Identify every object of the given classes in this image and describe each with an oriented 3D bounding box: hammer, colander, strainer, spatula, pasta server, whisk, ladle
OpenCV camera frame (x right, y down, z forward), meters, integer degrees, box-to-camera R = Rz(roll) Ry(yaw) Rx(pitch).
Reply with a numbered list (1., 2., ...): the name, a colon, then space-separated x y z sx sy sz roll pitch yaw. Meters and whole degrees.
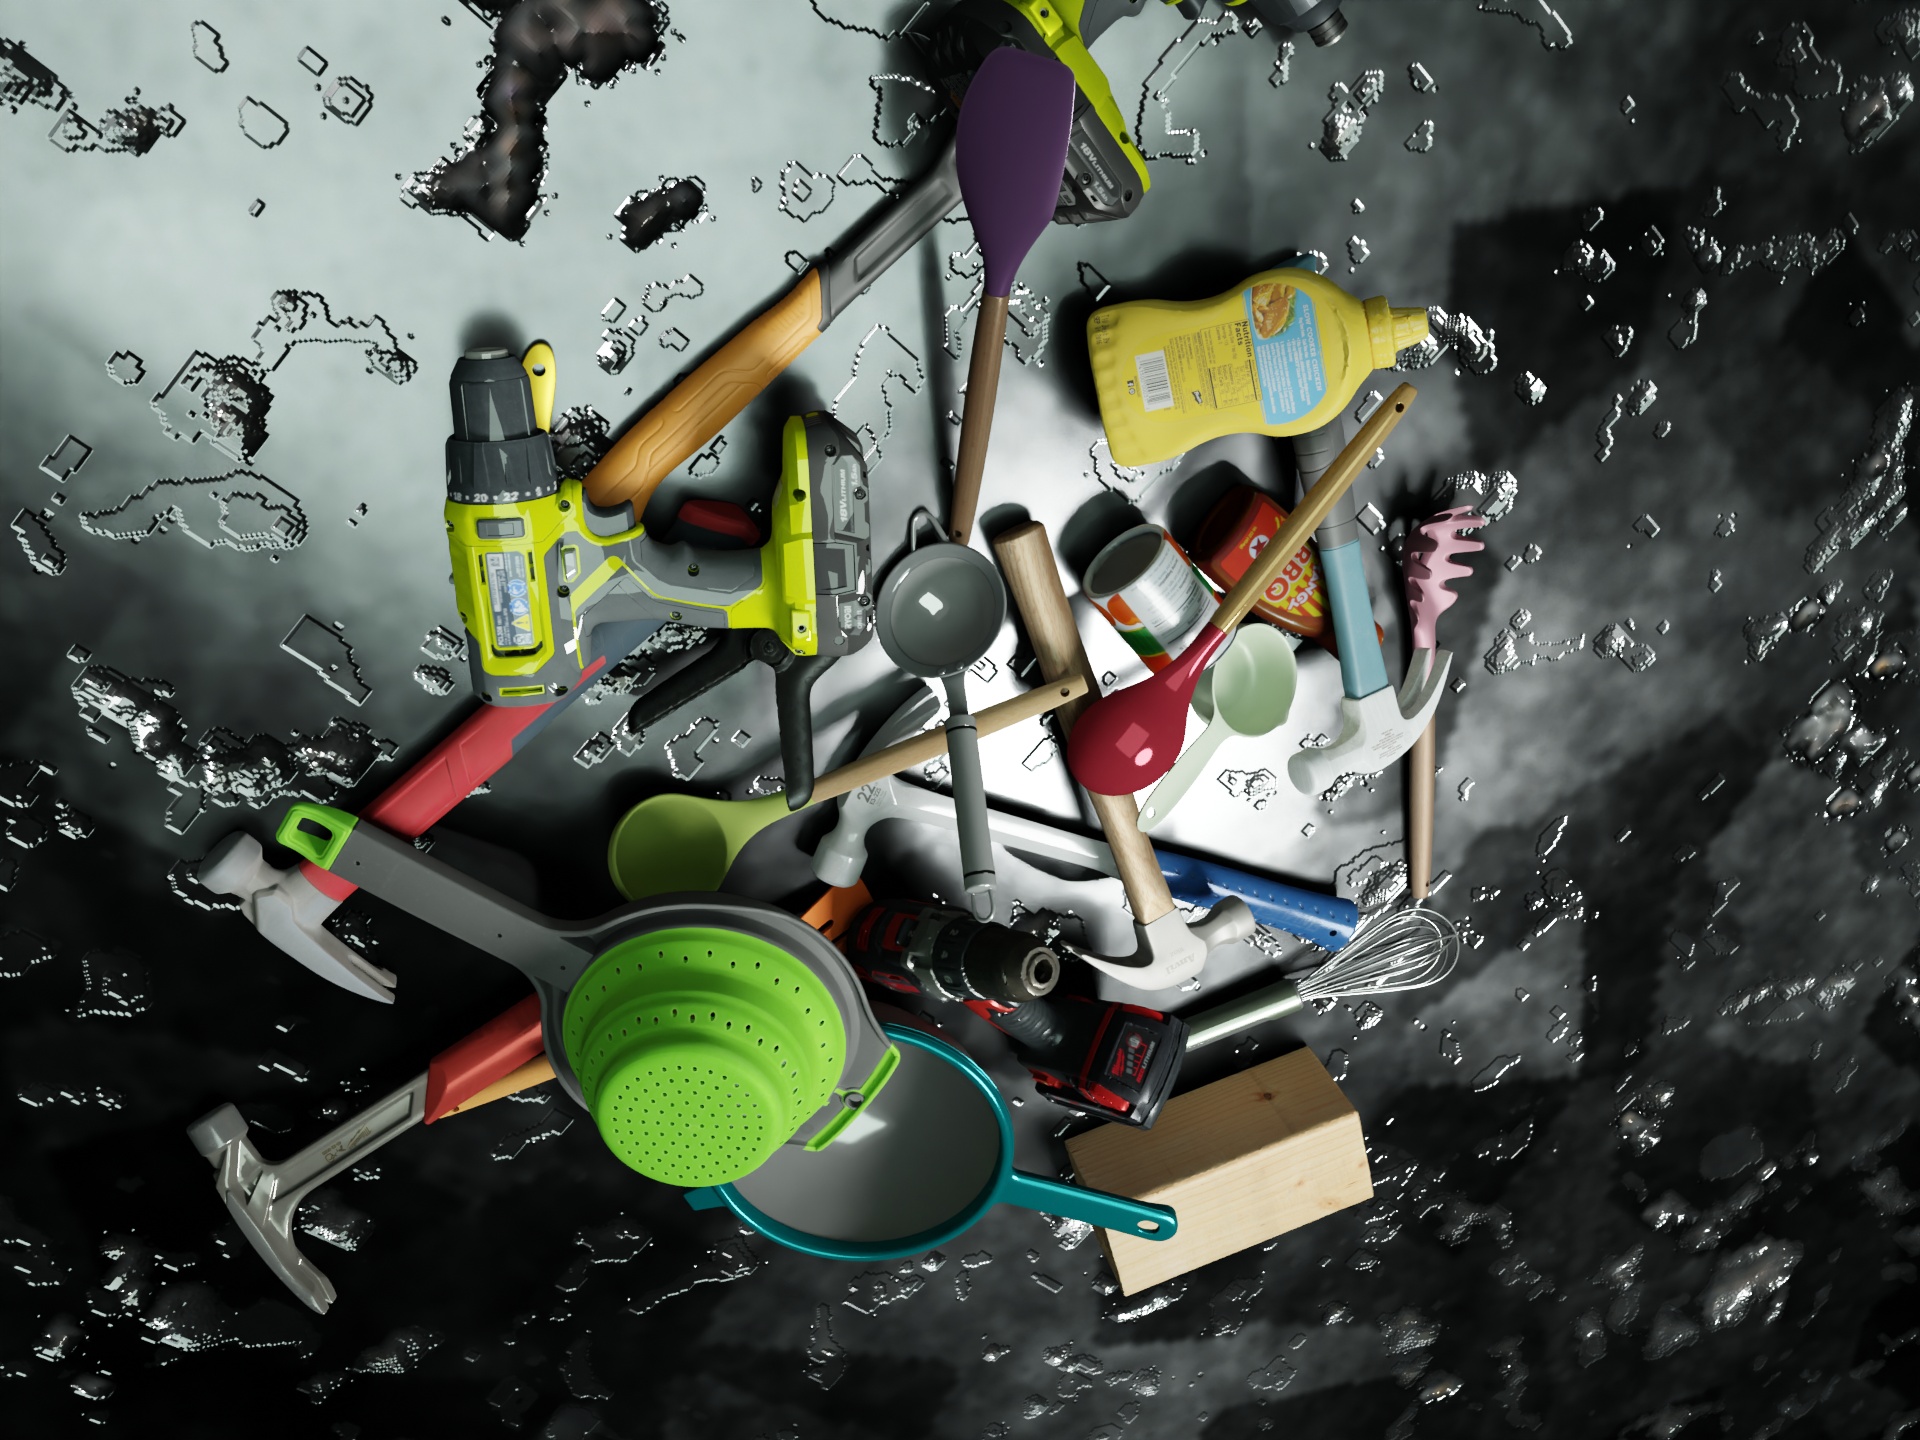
1. hammer: 0.237 -0.125 1.010 0.128 0.033 0.331 -21 107 -23
2. colander: -0.225 0.171 0.938 0.397 0.095 0.204 31 115 -16
3. strainer: -0.010 0.284 1.108 0.340 0.095 0.211 18 117 -11
4. spatula: -0.203 0.199 1.077 0.322 0.041 0.081 -21 118 -1
5. pasta server: 0.334 -0.004 1.126 0.060 0.040 0.316 -27 123 -32
6. strainer: -0.002 -0.003 0.961 0.087 0.259 0.050 -14 158 18
7. whisk: 0.260 0.203 1.197 0.246 0.058 0.059 -21 83 -1
8. hammer: 0.107 0.092 1.107 0.405 0.035 0.144 17 108 -22
9. ladle: -0.070 0.038 0.993 0.320 0.062 0.078 -22 101 6
10. hammer: 0.089 0.029 1.041 0.130 0.031 0.331 -27 107 -19
11. hammer: -0.308 0.228 1.034 0.359 0.037 0.149 -32 96 -3
12. ladle: 0.176 -0.077 0.978 0.069 0.031 0.315 35 99 -17
13. hammer: -0.102 -0.229 0.902 0.337 0.034 0.127 -42 118 5
14. hammer: -0.266 0.013 0.964 0.386 0.038 0.143 -40 119 4
15. spatula: 0.014 -0.217 0.882 0.060 0.018 0.315 20 138 11

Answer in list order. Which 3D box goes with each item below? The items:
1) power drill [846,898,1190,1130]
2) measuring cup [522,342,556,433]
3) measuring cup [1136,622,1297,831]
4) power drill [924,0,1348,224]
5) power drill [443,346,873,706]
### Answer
1. power drill: 0.051 0.190 1.056 0.226 0.188 0.080 36 69 -29
2. measuring cup: -0.249 -0.135 0.905 0.062 0.029 0.156 7 113 -19
3. measuring cup: 0.157 0.006 1.051 0.167 0.038 0.083 -50 119 -15
4. power drill: 0.104 -0.380 0.852 0.223 0.080 0.171 -48 117 -7
5. power drill: -0.167 -0.111 0.876 0.228 0.080 0.190 -4 110 -8
